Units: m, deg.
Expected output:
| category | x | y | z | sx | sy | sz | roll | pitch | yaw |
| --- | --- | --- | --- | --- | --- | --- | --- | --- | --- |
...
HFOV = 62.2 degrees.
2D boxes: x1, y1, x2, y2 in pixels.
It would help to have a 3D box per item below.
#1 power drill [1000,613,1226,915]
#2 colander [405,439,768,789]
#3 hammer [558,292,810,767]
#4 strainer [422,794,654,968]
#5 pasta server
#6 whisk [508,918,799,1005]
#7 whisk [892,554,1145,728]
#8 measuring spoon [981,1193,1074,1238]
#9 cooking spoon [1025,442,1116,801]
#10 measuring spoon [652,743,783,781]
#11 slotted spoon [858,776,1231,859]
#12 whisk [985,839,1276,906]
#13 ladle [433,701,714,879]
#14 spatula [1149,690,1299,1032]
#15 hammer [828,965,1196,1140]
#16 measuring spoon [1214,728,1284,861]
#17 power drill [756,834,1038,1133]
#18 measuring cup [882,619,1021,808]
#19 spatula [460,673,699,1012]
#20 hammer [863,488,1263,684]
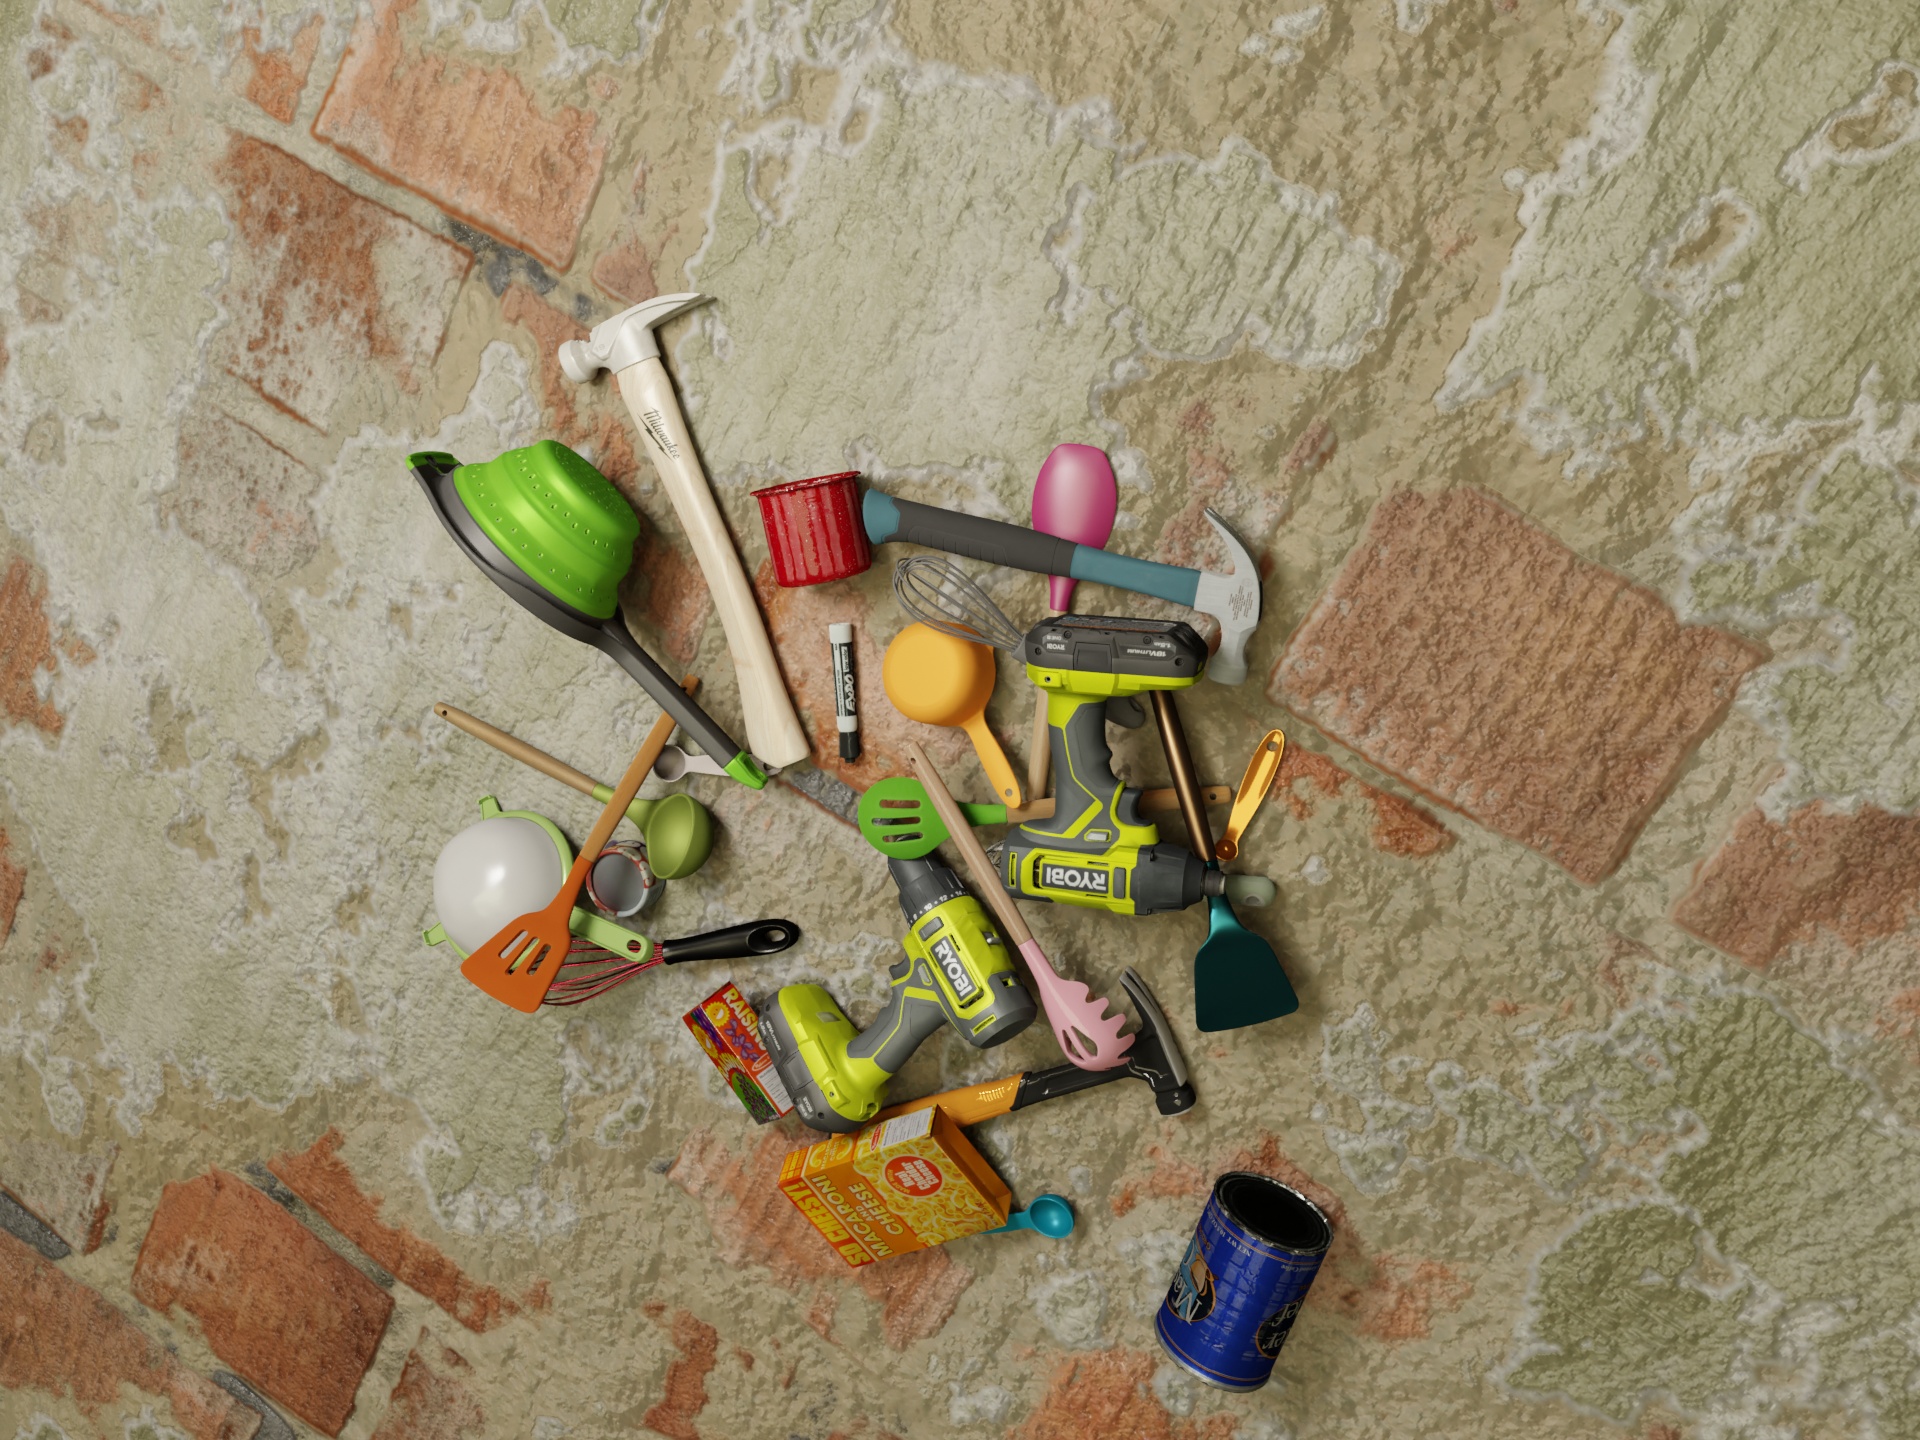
| category | x | y | z | sx | sy | sz | roll | pitch | yaw |
| --- | --- | --- | --- | --- | --- | --- | --- | --- | --- |
| power drill | 0.122 | 0.036 | 1.218 | 0.171 | 0.080 | 0.223 | 5 | 103 | 17 |
| colander | -0.281 | -0.108 | 1.340 | 0.094 | 0.204 | 0.397 | -43 | 96 | 9 |
| hammer | -0.209 | -0.159 | 1.370 | 0.146 | 0.038 | 0.410 | -20 | 94 | 20 |
| strainer | -0.388 | 0.164 | 1.428 | 0.256 | 0.069 | 0.151 | 17 | 82 | 29 |
| pasta server | 0.042 | 0.153 | 1.296 | 0.060 | 0.040 | 0.316 | -31 | 90 | 32 |
| whisk | -0.287 | 0.215 | 1.459 | 0.296 | 0.073 | 0.073 | -10 | 97 | 14 |
| whisk | 0.048 | -0.059 | 1.267 | 0.239 | 0.055 | 0.055 | 31 | 110 | -9 |
| measuring spoon | 0.046 | 0.438 | 1.409 | 0.128 | 0.021 | 0.042 | -15 | 105 | 30 |
| cooking spoon | 0.077 | -0.065 | 1.298 | 0.069 | 0.017 | 0.319 | 10 | 103 | 14 |
| measuring spoon | -0.216 | 0.039 | 1.424 | 0.124 | 0.018 | 0.034 | 1 | 91 | 12 |
| slotted spoon | 0.064 | 0.072 | 1.306 | 0.314 | 0.031 | 0.070 | -5 | 95 | 11 |
| whisk | 0.134 | 0.128 | 1.304 | 0.246 | 0.059 | 0.057 | 5 | 139 | 14 |
| ladle | -0.360 | 0.053 | 1.453 | 0.320 | 0.062 | 0.078 | 25 | 96 | 16 |
| spatula | 0.188 | 0.088 | 1.262 | 0.082 | 0.044 | 0.317 | -15 | 82 | 9 |
| hammer | 0.028 | 0.321 | 1.380 | 0.337 | 0.034 | 0.127 | -22 | 93 | 21 |
| measuring spoon | 0.232 | 0.060 | 1.275 | 0.021 | 0.011 | 0.117 | 24 | 103 | 9 |
| power drill | -0.063 | 0.228 | 1.361 | 0.228 | 0.080 | 0.191 | -40 | 66 | 21 |
| measuring cup | -0.002 | -0.004 | 1.296 | 0.095 | 0.052 | 0.174 | -35 | 71 | 20 |
| spatula | -0.316 | 0.099 | 1.387 | 0.081 | 0.041 | 0.322 | 28 | 83 | 13 |
| hammer | 0.077 | -0.128 | 1.259 | 0.331 | 0.033 | 0.128 | 15 | 105 | 14 |
